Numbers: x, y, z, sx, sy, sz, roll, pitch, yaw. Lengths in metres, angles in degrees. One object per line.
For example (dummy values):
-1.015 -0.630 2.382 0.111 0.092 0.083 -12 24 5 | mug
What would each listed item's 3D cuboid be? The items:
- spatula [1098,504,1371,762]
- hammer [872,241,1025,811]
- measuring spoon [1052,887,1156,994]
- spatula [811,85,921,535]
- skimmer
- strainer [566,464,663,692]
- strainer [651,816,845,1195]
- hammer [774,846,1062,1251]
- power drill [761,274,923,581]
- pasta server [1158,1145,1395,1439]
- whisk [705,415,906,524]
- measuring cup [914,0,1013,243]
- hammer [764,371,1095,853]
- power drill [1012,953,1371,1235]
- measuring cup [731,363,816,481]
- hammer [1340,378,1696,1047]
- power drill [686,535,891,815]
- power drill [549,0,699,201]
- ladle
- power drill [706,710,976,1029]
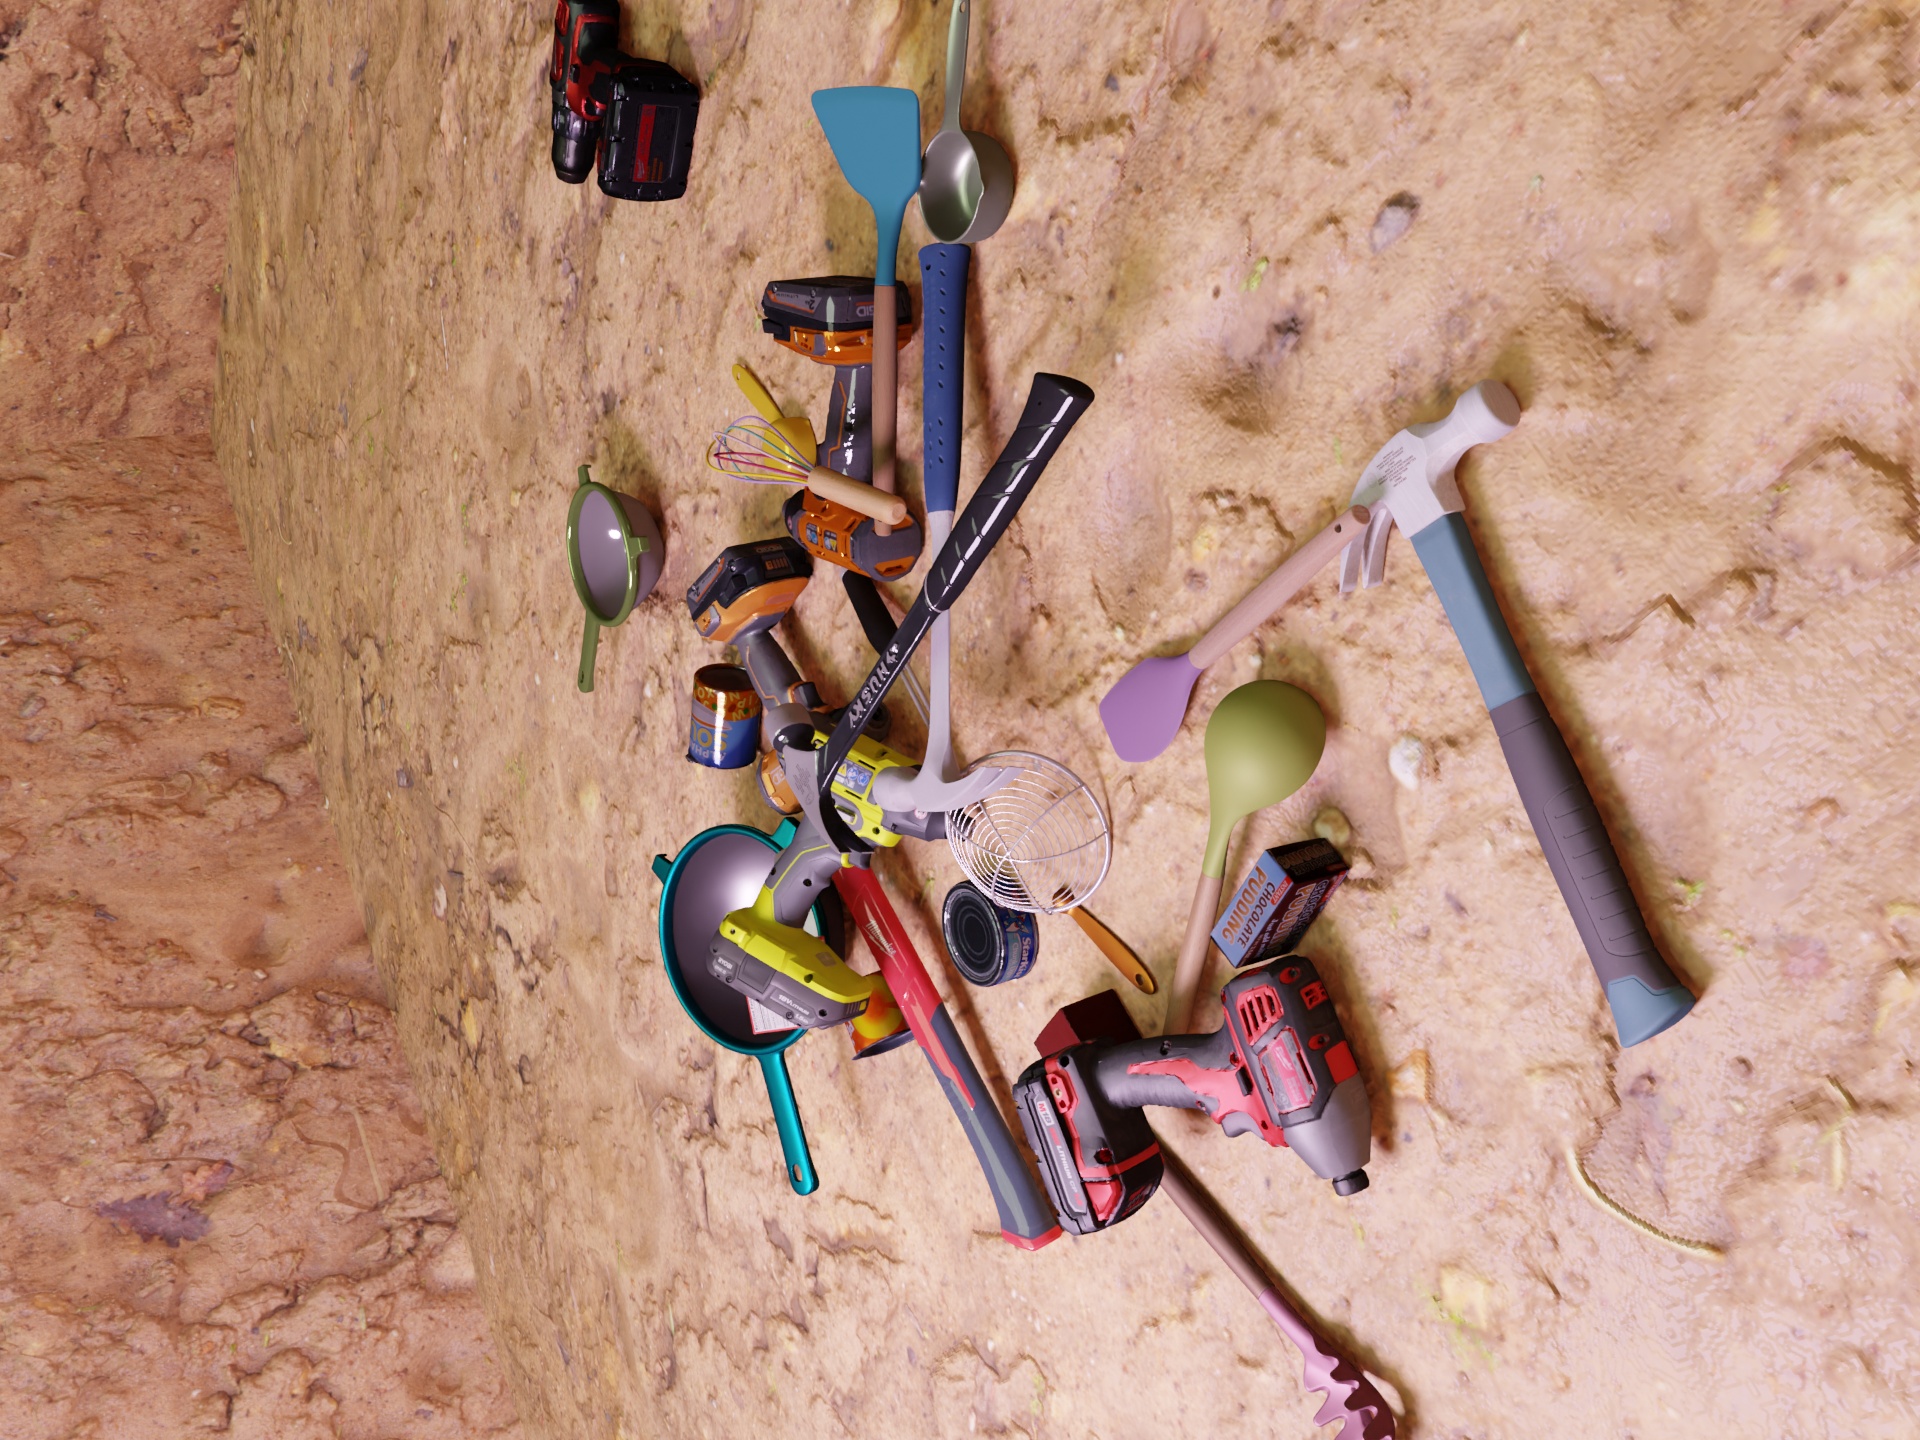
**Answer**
0.158 -0.047 0.971 0.060 0.018 0.315 68 153 15 | spatula
-0.009 -0.137 1.133 0.144 0.035 0.405 -3 85 54 | hammer
0.101 0.159 1.144 0.117 0.011 0.021 43 132 41 | measuring spoon
-0.061 -0.289 1.154 0.082 0.044 0.317 8 110 21 | spatula
-0.002 -0.004 1.232 0.127 0.090 0.364 -60 40 30 | skimmer
-0.362 -0.135 1.686 0.152 0.069 0.256 48 136 34 | strainer
-0.158 0.256 1.464 0.211 0.095 0.340 -18 85 36 | strainer
-0.012 0.239 1.290 0.143 0.038 0.386 -36 73 22 | hammer
-0.101 -0.235 1.270 0.164 0.084 0.226 24 122 50 | power drill
0.181 0.365 1.063 0.317 0.040 0.060 46 145 40 | pasta server
-0.123 -0.186 1.218 0.245 0.047 0.051 28 129 44 | whisk
0.009 -0.415 1.097 0.083 0.038 0.167 26 118 50 | measuring cup
-0.024 -0.071 1.088 0.408 0.036 0.149 -55 48 37 | hammer
0.151 0.246 1.000 0.219 0.078 0.143 -29 77 34 | power drill
-0.177 -0.269 1.412 0.157 0.029 0.062 52 138 31 | measuring cup
0.288 0.002 0.809 0.128 0.033 0.331 -36 69 52 | hammer
-0.146 -0.046 1.390 0.185 0.084 0.226 -34 75 52 | power drill
-0.338 -0.575 1.524 0.227 0.080 0.187 52 138 38 | power drill
0.168 0.114 1.019 0.078 0.062 0.320 52 145 45 | ladle
-0.097 0.126 1.274 0.171 0.080 0.223 27 97 20 | power drill
